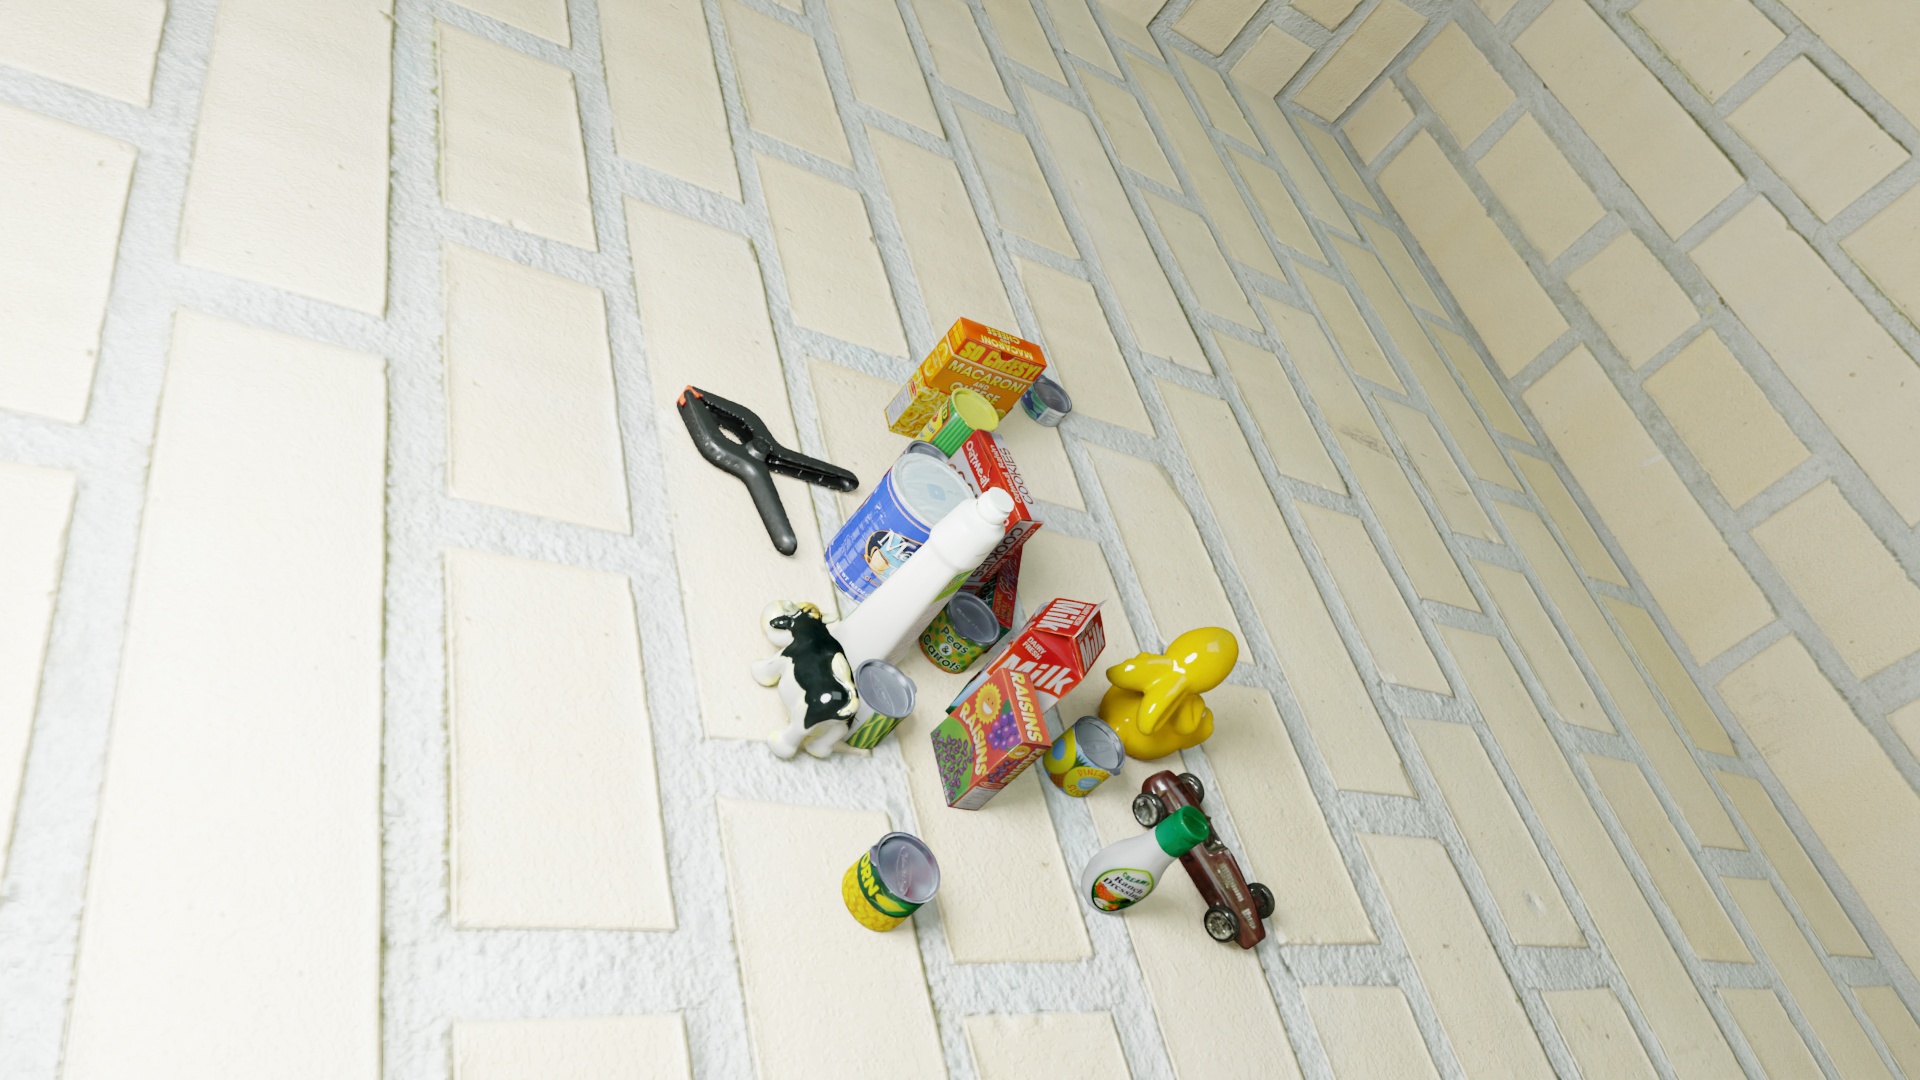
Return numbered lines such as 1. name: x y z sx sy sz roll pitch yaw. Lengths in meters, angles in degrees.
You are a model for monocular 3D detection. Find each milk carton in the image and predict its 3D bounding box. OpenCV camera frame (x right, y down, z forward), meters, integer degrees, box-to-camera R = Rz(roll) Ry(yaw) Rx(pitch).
1. milk carton: 0.076 0.127 1.383 0.073 0.189 0.073 44 35 1

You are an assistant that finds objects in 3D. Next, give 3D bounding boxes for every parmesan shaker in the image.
1. parmesan shaker: -0.011 -0.120 1.636 0.071 0.102 0.072 26 38 -22

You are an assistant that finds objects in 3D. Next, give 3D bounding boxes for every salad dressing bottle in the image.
1. salad dressing bottle: 0.176 0.304 1.329 0.064 0.147 0.044 32 36 -15

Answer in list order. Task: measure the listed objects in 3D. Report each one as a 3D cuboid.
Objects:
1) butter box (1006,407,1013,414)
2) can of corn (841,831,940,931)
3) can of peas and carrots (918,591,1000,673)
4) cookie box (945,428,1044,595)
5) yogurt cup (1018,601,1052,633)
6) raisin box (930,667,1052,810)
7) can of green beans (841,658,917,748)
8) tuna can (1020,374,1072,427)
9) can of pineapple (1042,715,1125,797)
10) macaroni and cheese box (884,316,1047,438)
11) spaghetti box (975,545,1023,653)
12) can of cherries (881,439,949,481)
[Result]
1. butter box: 0.015 -0.188 1.777 0.103 0.053 0.024 47 35 6
2. can of corn: -0.062 0.291 1.188 0.071 0.058 0.071 26 38 -22
3. can of peas and carrots: -0.002 0.098 1.452 0.071 0.058 0.071 26 38 -22
4. cookie box: 0.005 -0.019 1.488 0.040 0.166 0.123 5 50 -42
5. yogurt cup: 0.097 0.110 1.540 0.072 0.053 0.073 26 38 -22
6. raisin box: 0.028 0.190 1.327 0.040 0.123 0.086 15 43 -34
7. can of green beans: -0.085 0.155 1.311 0.071 0.057 0.071 26 38 -22
8. tuna can: 0.115 -0.191 1.896 0.071 0.032 0.071 26 38 -22
9. can of pineapple: 0.128 0.227 1.444 0.071 0.057 0.071 26 38 -22
10. macaroni and cheese box: 0.006 -0.181 1.662 0.124 0.165 0.040 14 44 -35
11. spaghetti box: 0.045 0.027 1.581 0.028 0.050 0.251 32 36 -16
12. can of cherries: -0.050 -0.072 1.586 0.071 0.058 0.072 26 38 -22
